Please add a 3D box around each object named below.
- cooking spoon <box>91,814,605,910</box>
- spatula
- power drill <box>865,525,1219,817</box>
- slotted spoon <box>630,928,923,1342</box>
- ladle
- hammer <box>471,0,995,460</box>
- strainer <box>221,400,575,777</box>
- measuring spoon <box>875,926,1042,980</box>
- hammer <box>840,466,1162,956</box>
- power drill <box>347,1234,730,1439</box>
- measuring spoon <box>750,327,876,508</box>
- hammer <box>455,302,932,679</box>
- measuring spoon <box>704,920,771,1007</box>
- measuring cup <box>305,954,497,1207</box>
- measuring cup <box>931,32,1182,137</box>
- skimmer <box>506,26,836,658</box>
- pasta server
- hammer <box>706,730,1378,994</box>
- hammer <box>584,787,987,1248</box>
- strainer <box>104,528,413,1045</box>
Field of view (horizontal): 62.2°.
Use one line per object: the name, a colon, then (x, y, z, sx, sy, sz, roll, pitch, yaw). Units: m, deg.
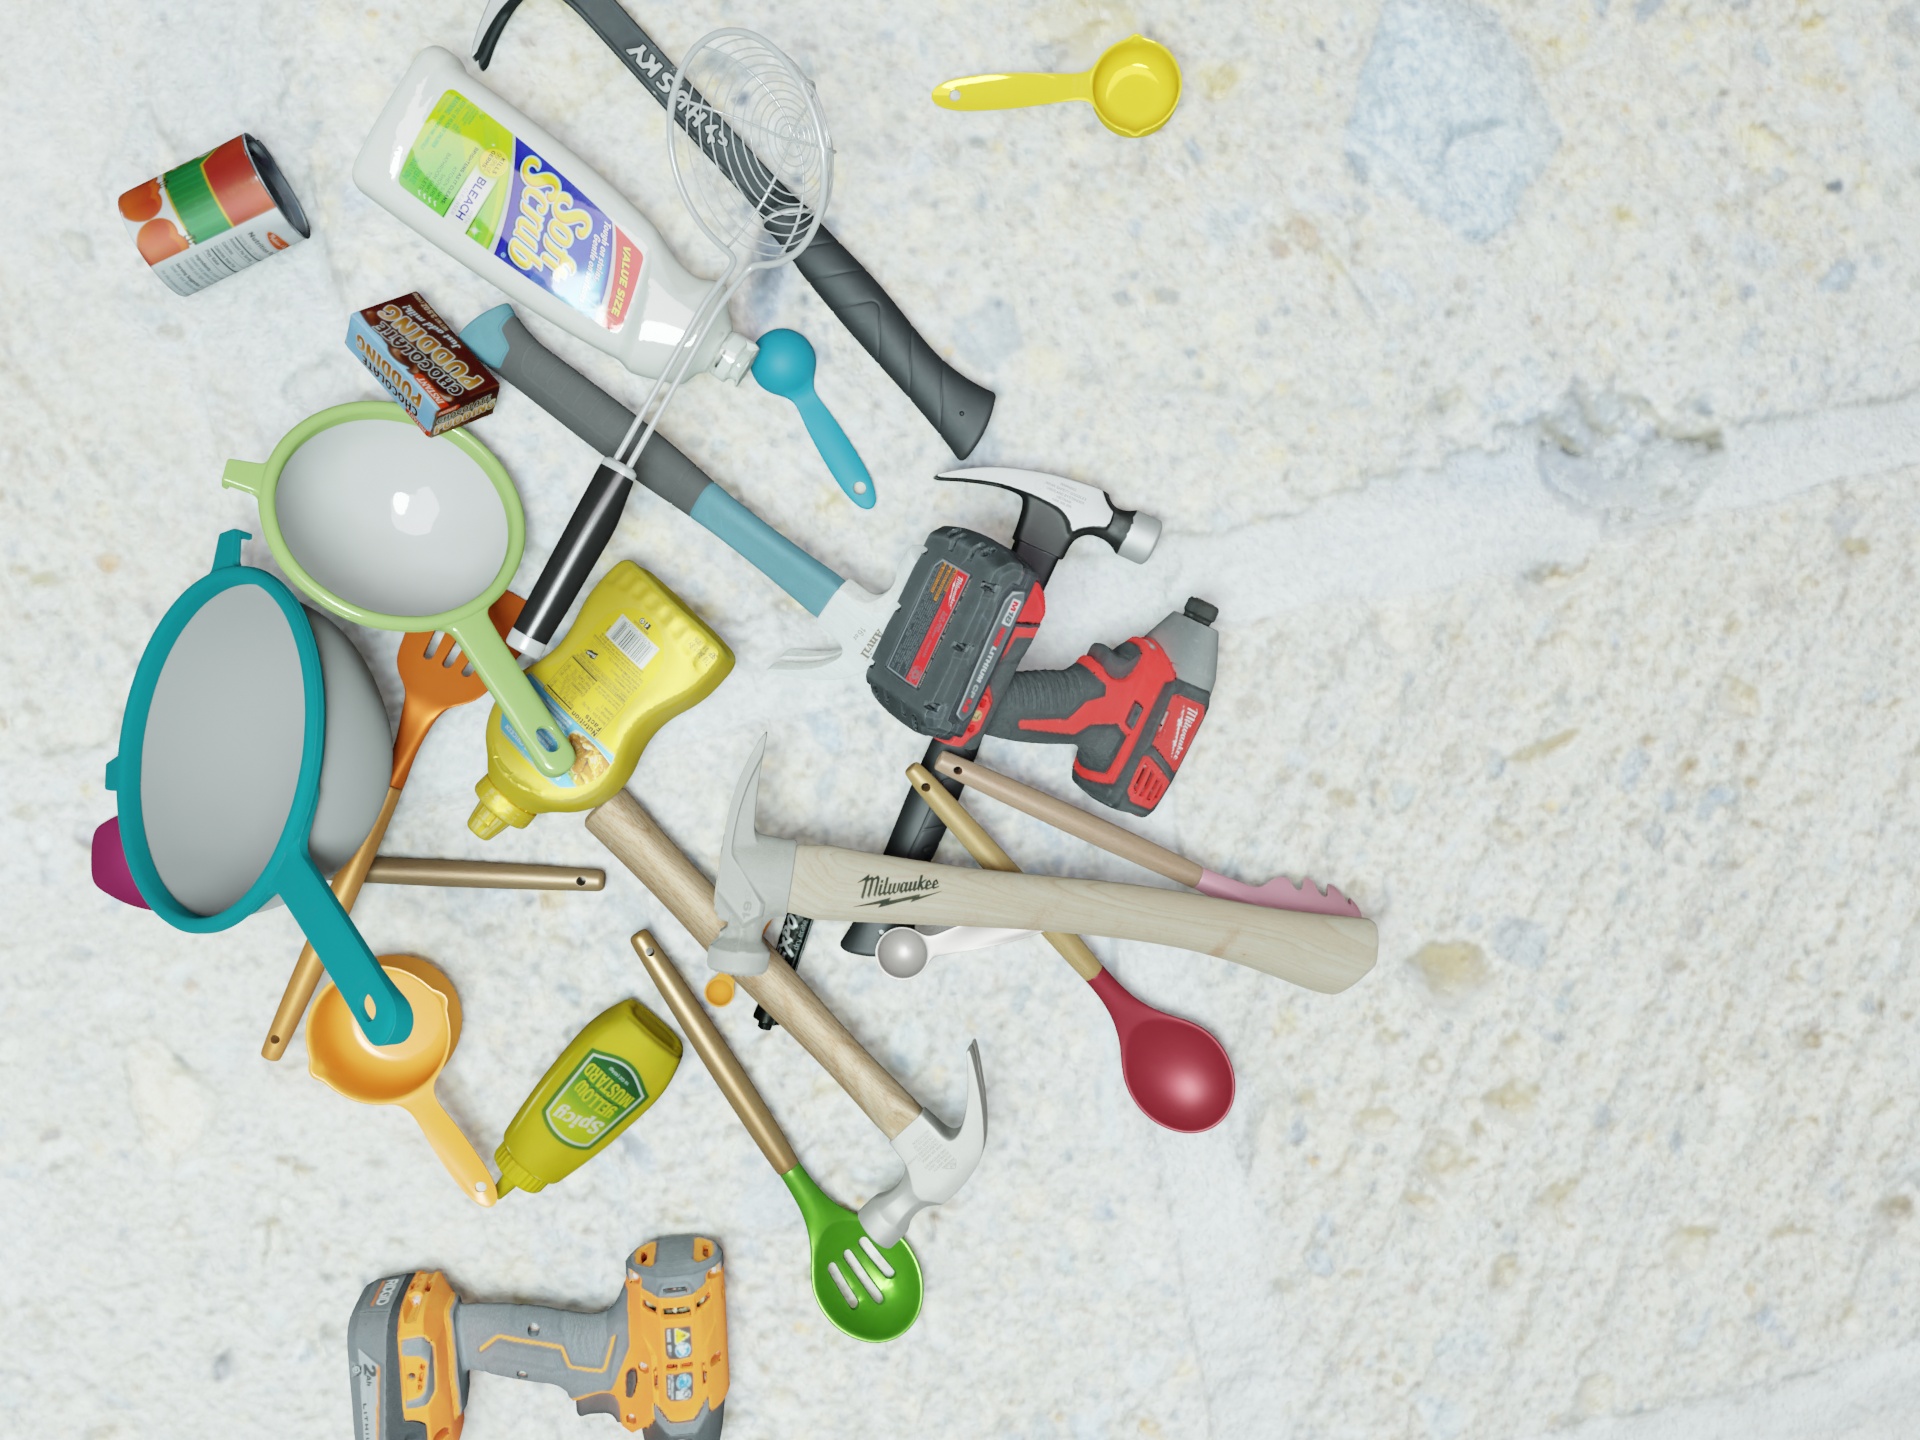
cooking spoon: (-0.386, 0.093, 1.005, 0.319, 0.017, 0.069, 3, 93, -4)
spatula: (-0.360, 0.061, 0.989, 0.081, 0.041, 0.322, 24, 91, -3)
power drill: (0.065, -0.032, 0.958, 0.219, 0.079, 0.143, 19, 100, -38)
slotted spoon: (-0.123, 0.267, 1.030, 0.070, 0.031, 0.313, -34, 97, -18)
ladle: (0.069, 0.145, 1.023, 0.069, 0.031, 0.315, -39, 103, 6)
hammer: (-0.125, -0.323, 0.984, 0.149, 0.036, 0.409, -42, 97, 1)
strainer: (-0.316, -0.068, 0.959, 0.151, 0.069, 0.256, -33, 90, -37)
measuring spoon: (0.007, 0.134, 1.004, 0.124, 0.018, 0.034, -14, 96, -1)
hammer: (-0.002, -0.003, 1.019, 0.146, 0.035, 0.335, 23, 93, -6)
power drill: (-0.261, 0.423, 1.012, 0.226, 0.084, 0.164, -3, 95, -8)
measuring spoon: (-0.089, -0.190, 1.002, 0.042, 0.021, 0.128, -32, 94, -1)
hammer: (-0.169, -0.145, 0.976, 0.331, 0.033, 0.128, 38, 123, 0)
measuring spoon: (-0.135, 0.132, 1.034, 0.021, 0.011, 0.117, 26, 89, -3)
measuring cup: (-0.338, 0.227, 1.004, 0.095, 0.052, 0.173, -30, 98, -1)
measuring cup: (0.061, -0.394, 1.002, 0.156, 0.029, 0.062, 0, 95, 7)
skimmer: (-0.183, -0.207, 0.901, 0.127, 0.090, 0.363, 29, 91, 28)
pasta server: (0.127, 0.089, 1.024, 0.316, 0.040, 0.060, 25, 93, -9)
hammer: (0.058, 0.104, 0.978, 0.410, 0.038, 0.146, 8, 91, -7)
hammer: (-0.111, 0.170, 1.003, 0.130, 0.031, 0.331, -44, 88, 6)
strainer: (-0.363, 0.058, 0.907, 0.341, 0.095, 0.211, 44, 109, 31)
